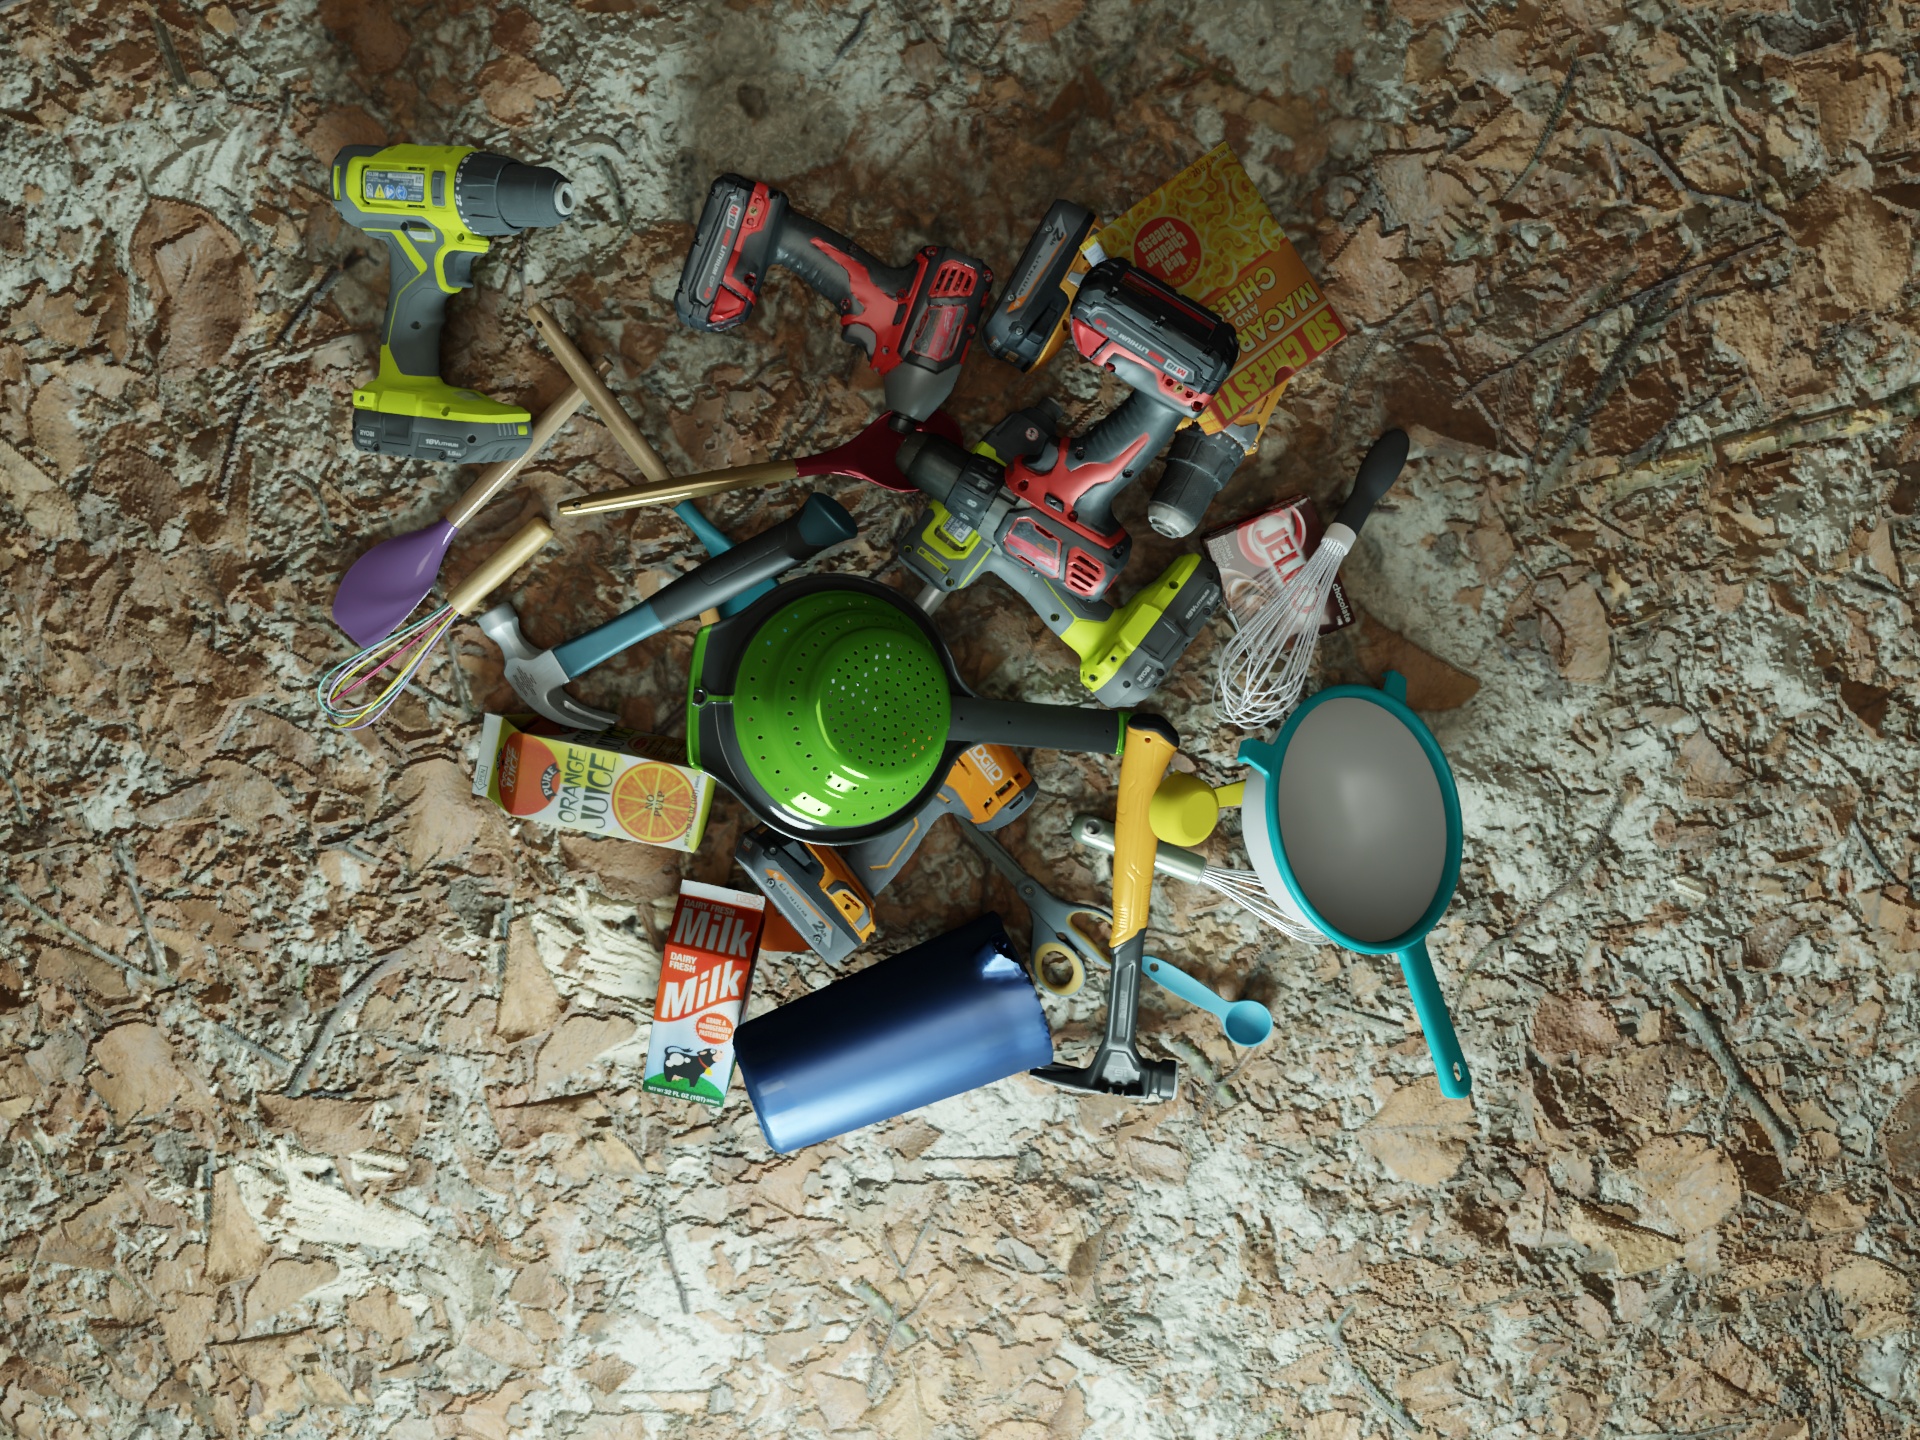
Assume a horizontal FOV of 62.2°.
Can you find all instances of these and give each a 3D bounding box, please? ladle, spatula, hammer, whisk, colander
[{"bbox_3d":[-0.153,-0.190,1.231,0.315,0.031,0.069,-11,85,-10],"label":"ladle"},{"bbox_3d":[-0.239,-0.189,1.247,0.082,0.044,0.317,-28,108,28],"label":"spatula"},{"bbox_3d":[-0.224,-0.092,1.238,0.331,0.033,0.128,-24,100,24],"label":"hammer"},{"bbox_3d":[0.273,-0.113,1.216,0.070,0.070,0.285,35,73,-7],"label":"whisk"},{"bbox_3d":[-0.002,-0.004,1.195,0.397,0.094,0.204,5,86,-27],"label":"colander"},{"bbox_3d":[-0.391,-0.178,1.273,0.316,0.018,0.059,-42,97,11],"label":"spatula"},{"bbox_3d":[-0.169,0.040,1.300,0.081,0.041,0.322,-7,112,20],"label":"spatula"},{"bbox_3d":[-0.427,-0.082,1.288,0.245,0.047,0.051,-41,112,5],"label":"whisk"},{"bbox_3d":[0.208,0.129,1.330,0.246,0.059,0.058,20,66,0],"label":"whisk"},{"bbox_3d":[0.132,0.156,1.311,0.127,0.034,0.336,6,108,6],"label":"hammer"}]

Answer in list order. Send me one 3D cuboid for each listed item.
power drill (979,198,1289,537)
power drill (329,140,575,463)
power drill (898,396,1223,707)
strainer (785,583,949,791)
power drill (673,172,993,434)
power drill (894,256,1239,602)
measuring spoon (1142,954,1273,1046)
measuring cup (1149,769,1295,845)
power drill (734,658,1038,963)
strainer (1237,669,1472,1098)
[{"bbox_3d":[0.128,-0.262,1.200,0.226,0.084,0.185,28,86,-8],"label":"power drill"},{"bbox_3d":[-0.377,-0.312,1.190,0.190,0.080,0.228,10,105,19],"label":"power drill"},{"bbox_3d":[0.087,-0.130,1.245,0.223,0.080,0.171,38,87,-5],"label":"power drill"},{"bbox_3d":[-0.064,-0.048,1.291,0.086,0.050,0.258,36,96,-28],"label":"strainer"},{"bbox_3d":[-0.098,-0.314,1.207,0.219,0.078,0.143,19,98,-8],"label":"power drill"},{"bbox_3d":[0.072,-0.212,1.132,0.188,0.080,0.226,31,123,0],"label":"power drill"},{"bbox_3d":[0.210,0.236,1.371,0.128,0.021,0.042,31,103,3],"label":"measuring spoon"},{"bbox_3d":[0.220,0.064,1.279,0.156,0.029,0.062,-10,108,-32],"label":"measuring cup"},{"bbox_3d":[-0.066,0.064,1.266,0.226,0.084,0.164,-41,106,-13],"label":"power drill"},{"bbox_3d":[0.317,0.142,1.272,0.211,0.095,0.340,-22,94,-34],"label":"strainer"}]
